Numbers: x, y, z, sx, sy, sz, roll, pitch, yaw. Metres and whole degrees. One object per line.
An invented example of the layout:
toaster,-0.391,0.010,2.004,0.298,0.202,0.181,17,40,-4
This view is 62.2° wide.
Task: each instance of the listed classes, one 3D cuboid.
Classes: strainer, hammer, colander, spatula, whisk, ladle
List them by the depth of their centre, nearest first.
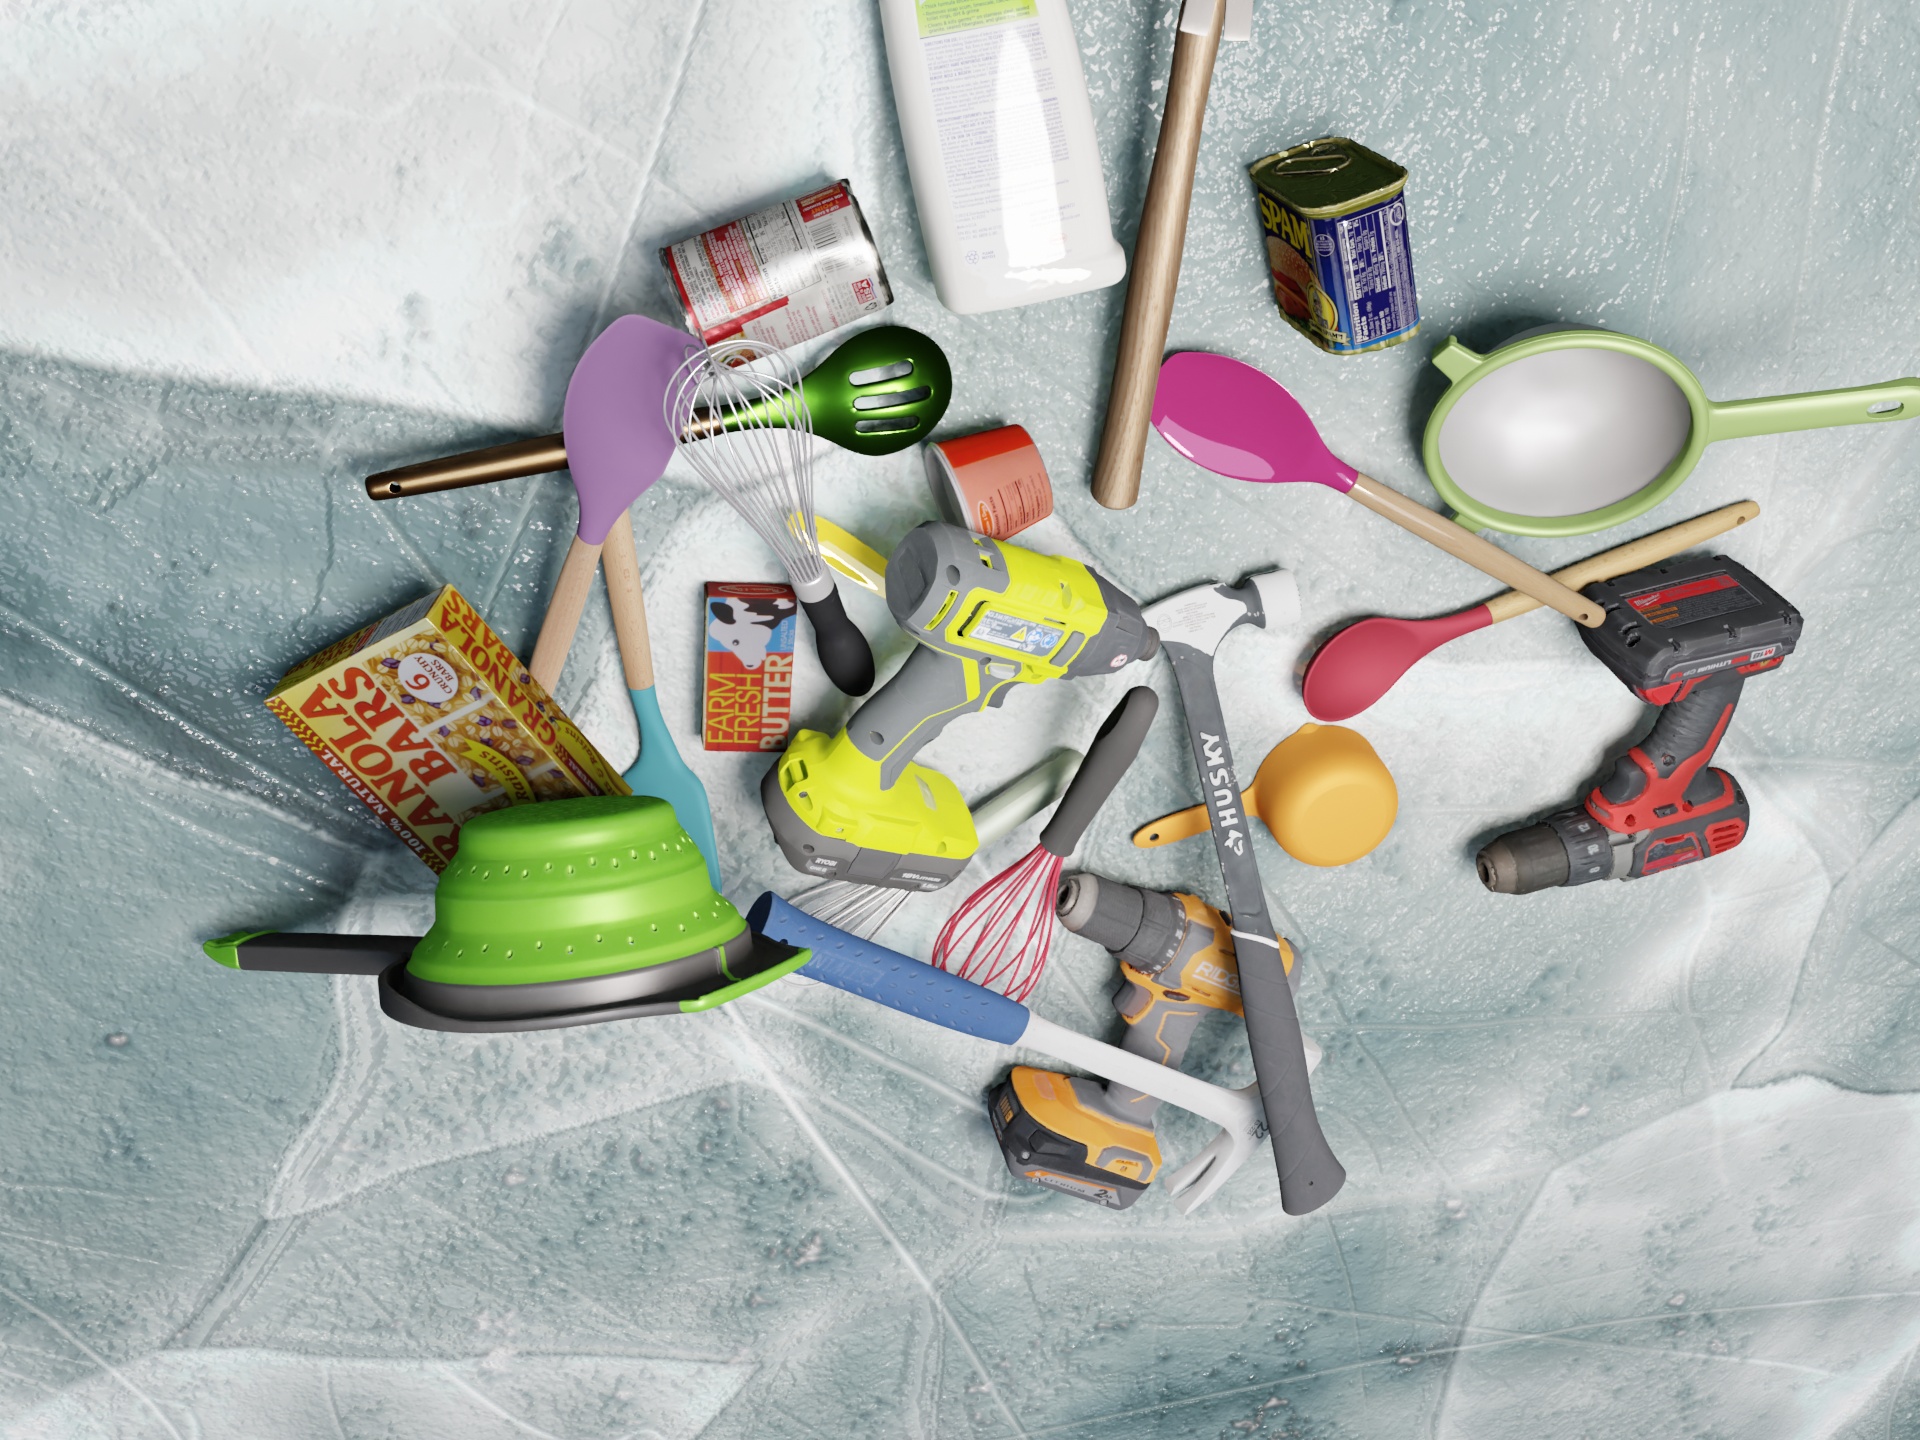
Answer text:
hammer,0.105,-0.256,0.811,0.031,0.130,0.331,7,127,-1
whisk,-0.088,-0.094,0.843,0.070,0.070,0.284,-20,144,0
spatula,-0.209,-0.080,0.858,0.059,0.018,0.315,18,126,-15
colander,-0.275,0.095,0.873,0.397,0.204,0.094,-2,95,27
strainer,0.391,-0.182,0.890,0.256,0.069,0.151,-4,141,17
spatula,-0.188,-0.038,0.905,0.082,0.044,0.317,4,120,13
whisk,0.052,0.090,0.987,0.073,0.073,0.295,14,128,-19
hammer,0.175,0.119,0.994,0.149,0.036,0.409,-13,99,1
hammer,0.043,0.201,1.001,0.405,0.035,0.144,26,102,-26
ladle,0.357,-0.077,1.004,0.315,0.031,0.069,-22,129,-1
whisk,-0.023,0.091,1.016,0.246,0.059,0.057,-34,164,4

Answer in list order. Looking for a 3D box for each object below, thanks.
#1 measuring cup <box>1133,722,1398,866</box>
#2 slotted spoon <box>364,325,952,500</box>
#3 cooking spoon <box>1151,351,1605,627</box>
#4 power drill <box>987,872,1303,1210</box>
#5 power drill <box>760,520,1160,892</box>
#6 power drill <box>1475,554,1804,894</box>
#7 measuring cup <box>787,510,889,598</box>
measuring cup,0.201,0.066,1.038,0.173,0.052,0.095,-17,122,-4
slotted spoon,-0.152,-0.151,0.839,0.313,0.031,0.070,-13,118,-9
cooking spoon,0.249,-0.128,0.931,0.318,0.017,0.068,26,129,-13
power drill,0.104,0.213,1.091,0.185,0.084,0.226,25,108,-23
power drill,-0.001,-0.003,0.911,0.171,0.080,0.223,14,128,-35
power drill,0.435,0.018,1.037,0.188,0.080,0.226,-14,129,-8
measuring cup,-0.036,-0.081,0.923,0.156,0.029,0.062,33,109,-23
